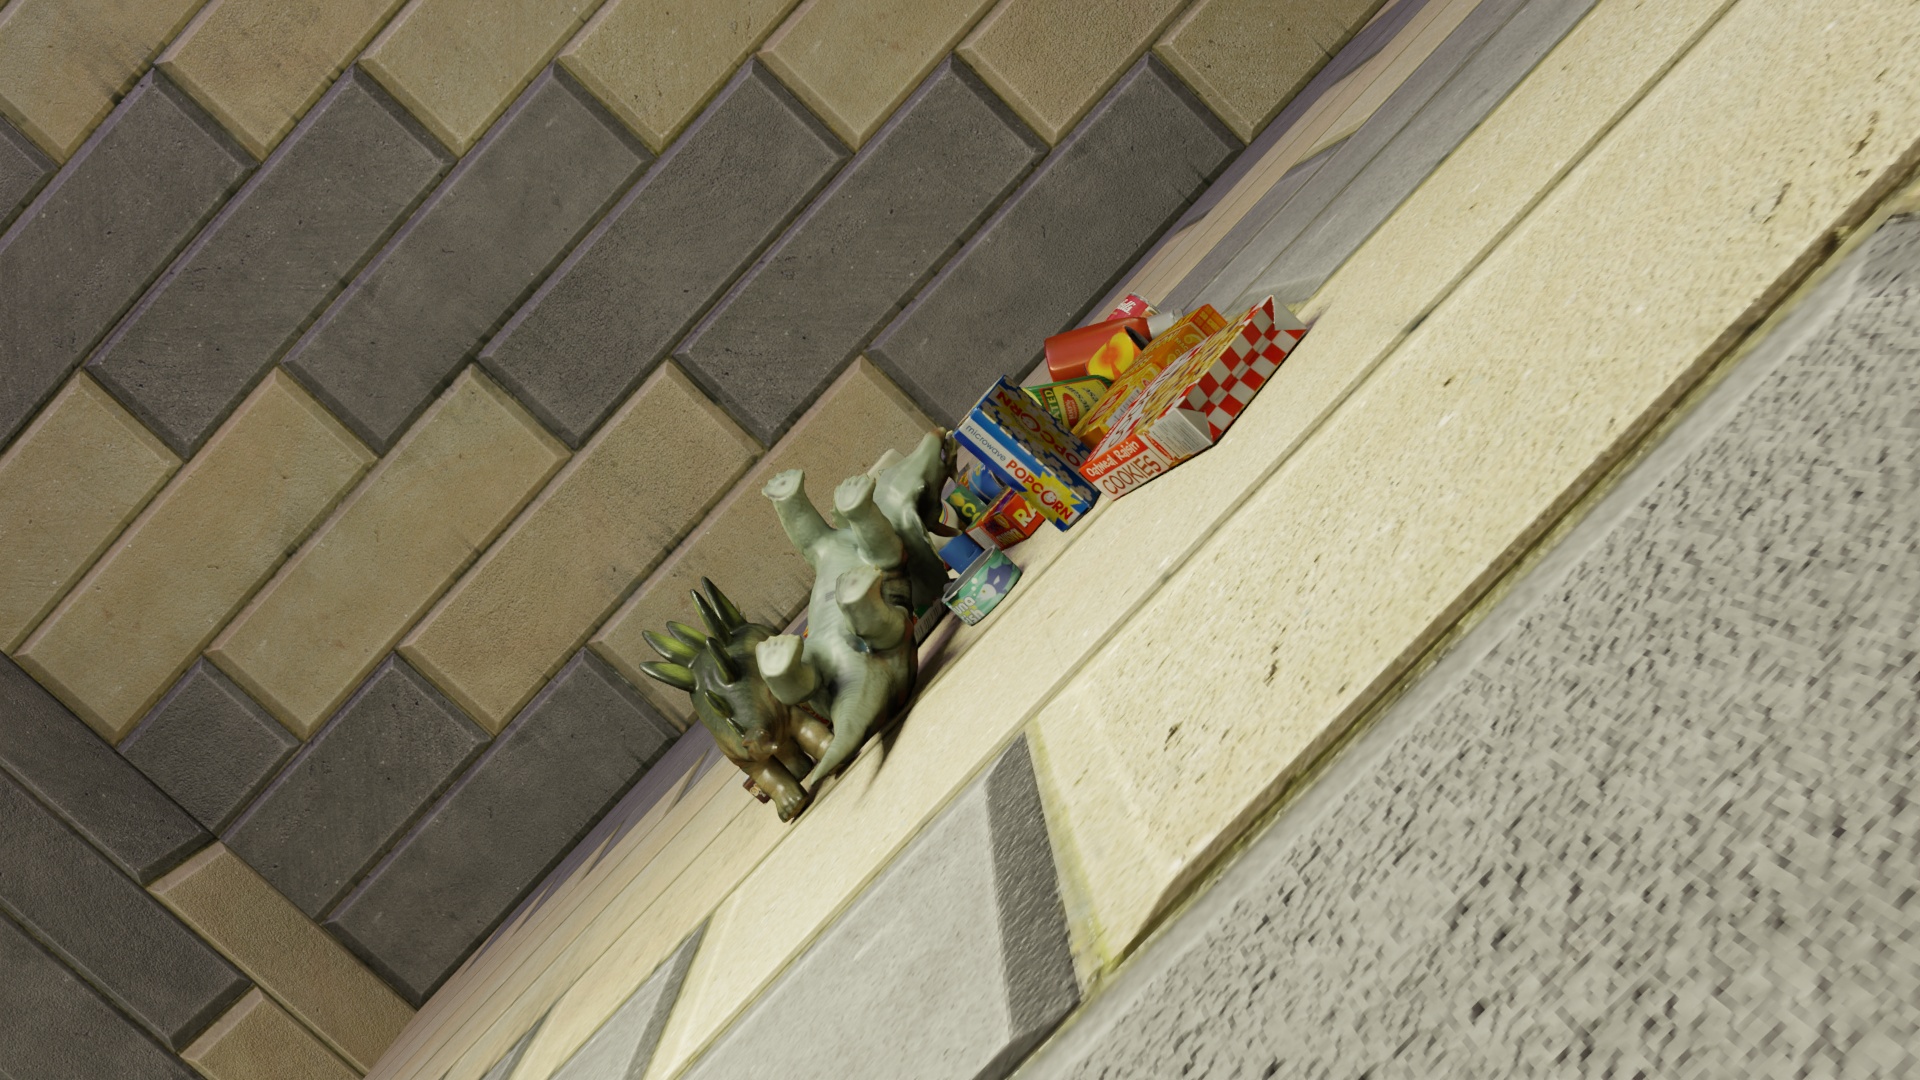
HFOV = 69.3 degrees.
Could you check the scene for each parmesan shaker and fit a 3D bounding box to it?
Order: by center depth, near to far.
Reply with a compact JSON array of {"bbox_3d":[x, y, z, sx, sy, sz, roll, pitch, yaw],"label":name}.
[{"bbox_3d":[0.098,-0.125,1.347,0.103,0.071,0.071,-15,-15,-37],"label":"parmesan shaker"}]

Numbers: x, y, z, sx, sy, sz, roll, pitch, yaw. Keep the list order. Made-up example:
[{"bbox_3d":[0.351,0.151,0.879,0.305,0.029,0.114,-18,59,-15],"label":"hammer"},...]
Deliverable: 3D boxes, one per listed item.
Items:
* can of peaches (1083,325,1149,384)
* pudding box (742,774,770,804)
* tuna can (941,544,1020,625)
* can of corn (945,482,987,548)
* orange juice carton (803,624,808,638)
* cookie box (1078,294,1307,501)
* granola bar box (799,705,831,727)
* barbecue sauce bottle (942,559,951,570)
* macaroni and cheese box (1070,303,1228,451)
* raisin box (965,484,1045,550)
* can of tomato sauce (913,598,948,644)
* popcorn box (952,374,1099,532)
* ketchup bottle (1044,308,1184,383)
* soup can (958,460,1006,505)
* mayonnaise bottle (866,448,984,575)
[{"bbox_3d":[0.169,-0.173,1.399,0.058,0.071,0.071,-44,6,20],"label":"can of peaches"},{"bbox_3d":[-0.187,0.226,1.382,0.049,0.030,0.084,-47,5,1],"label":"pudding box"},{"bbox_3d":[0.017,0.039,1.171,0.071,0.033,0.071,-46,5,6],"label":"tuna can"},{"bbox_3d":[0.005,-0.019,1.514,0.058,0.071,0.071,-47,5,-1],"label":"can of corn"},{"bbox_3d":[-0.134,0.102,1.650,0.073,0.072,0.193,-47,5,2],"label":"orange juice carton"},{"bbox_3d":[0.166,-0.102,1.024,0.123,0.040,0.167,-49,6,-21],"label":"cookie box"},{"bbox_3d":[-0.102,0.122,1.443,0.166,0.039,0.124,-47,5,-8],"label":"granola bar box"},{"bbox_3d":[0.016,-0.031,1.621,0.149,0.044,0.064,-48,-10,-24],"label":"barbecue sauce bottle"},{"bbox_3d":[0.163,-0.134,1.272,0.167,0.040,0.123,-49,7,-21],"label":"macaroni and cheese box"},{"bbox_3d":[0.060,-0.036,1.357,0.086,0.040,0.123,-47,6,-17],"label":"raisin box"},{"bbox_3d":[-0.056,0.064,1.346,0.083,0.071,0.071,-50,6,-29],"label":"can of tomato sauce"},{"bbox_3d":[0.061,-0.075,1.172,0.038,0.126,0.085,-47,4,30],"label":"popcorn box"},{"bbox_3d":[0.164,-0.206,1.456,0.149,0.043,0.065,-15,43,11],"label":"ketchup bottle"},{"bbox_3d":[0.041,-0.069,1.563,0.072,0.071,0.083,-50,6,-32],"label":"soup can"},{"bbox_3d":[-0.039,-0.026,1.454,0.065,0.148,0.041,-49,6,-27],"label":"mayonnaise bottle"}]
